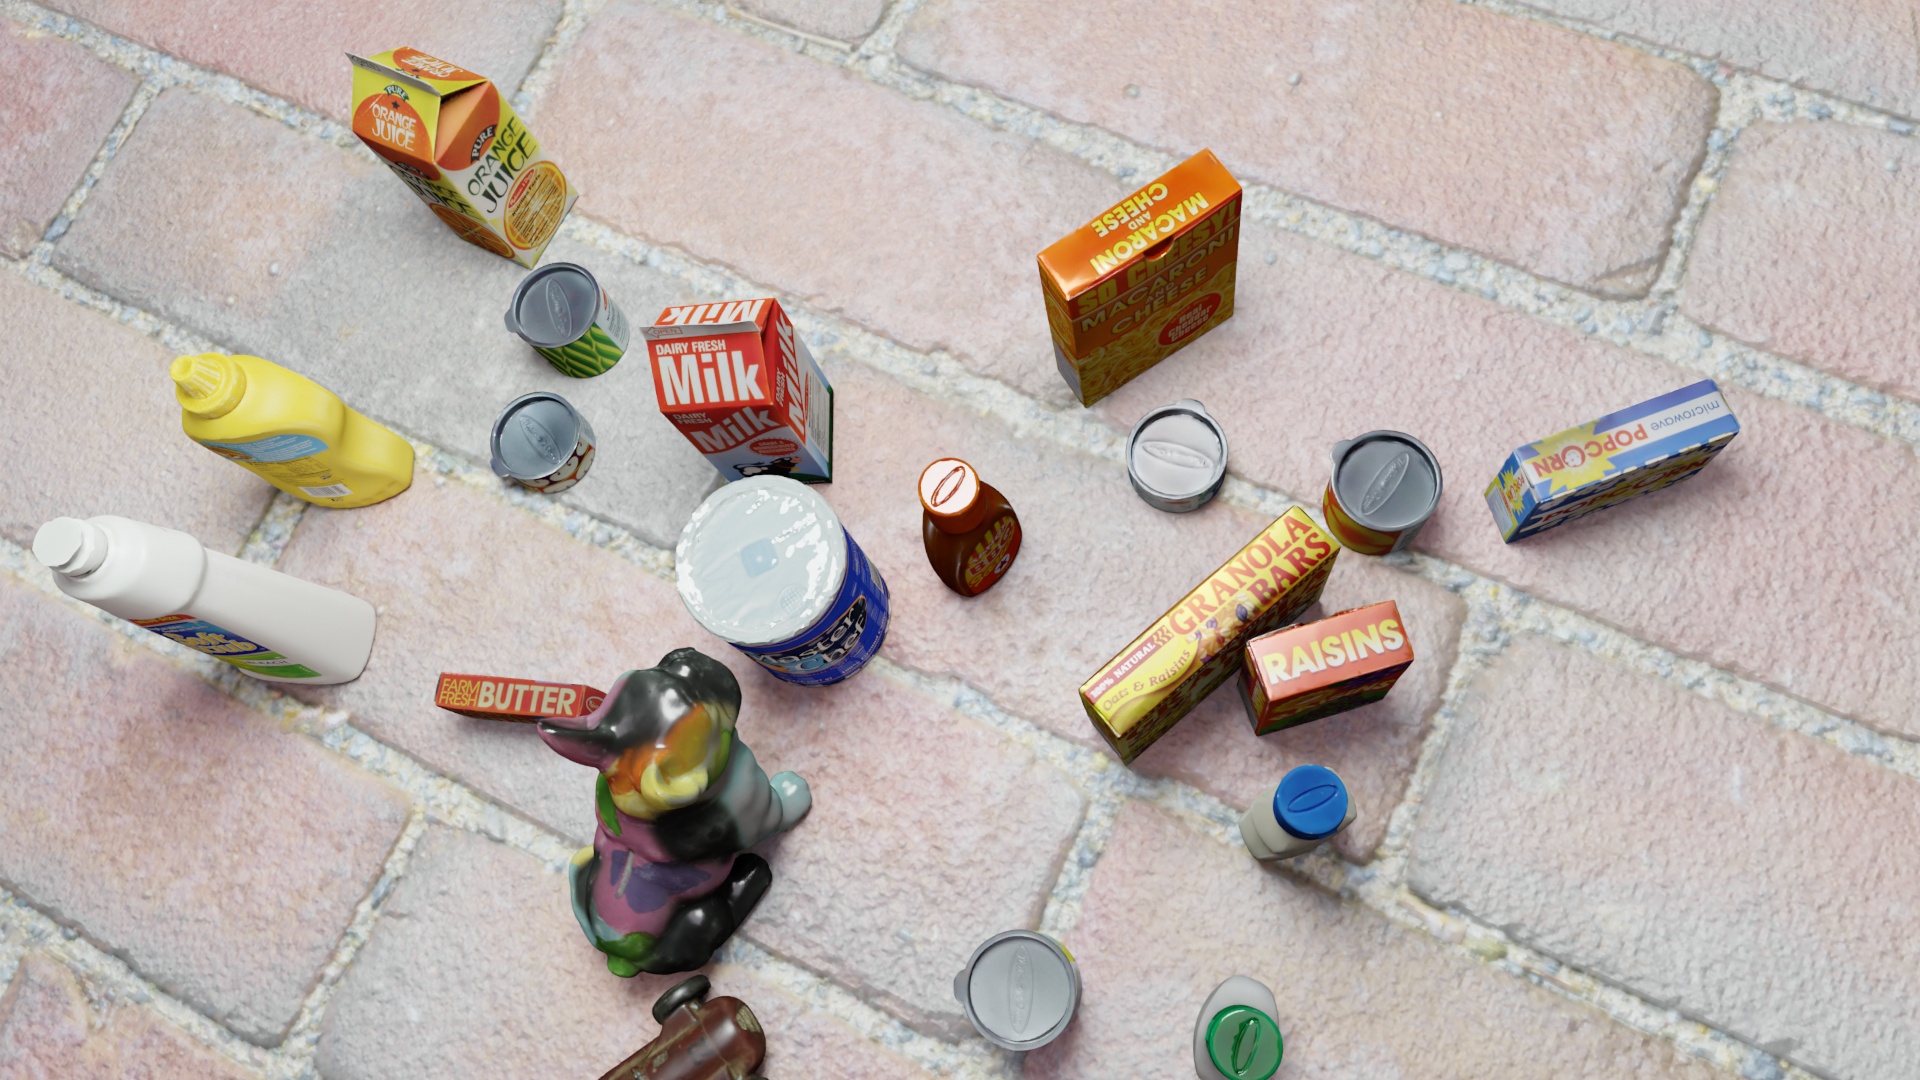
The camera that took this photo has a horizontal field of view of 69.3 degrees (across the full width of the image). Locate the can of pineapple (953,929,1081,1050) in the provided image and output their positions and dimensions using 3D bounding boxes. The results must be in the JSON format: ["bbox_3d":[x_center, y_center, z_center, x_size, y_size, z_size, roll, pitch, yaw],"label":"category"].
[{"bbox_3d":[0.036,0.263,0.820,0.071,0.057,0.071,-2,73,8],"label":"can of pineapple"}]

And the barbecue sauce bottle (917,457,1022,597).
[{"bbox_3d":[0.003,-0.011,0.861,0.044,0.148,0.065,36,82,17],"label":"barbecue sauce bottle"}]

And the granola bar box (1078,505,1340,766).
[{"bbox_3d":[0.147,0.060,0.831,0.166,0.124,0.039,-40,72,-4],"label":"granola bar box"}]

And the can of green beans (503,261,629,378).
[{"bbox_3d":[-0.279,-0.157,0.996,0.071,0.057,0.071,-2,73,8],"label":"can of green beans"}]

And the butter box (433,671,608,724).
[{"bbox_3d":[-0.287,0.107,0.919,0.103,0.053,0.024,4,74,10],"label":"butter box"}]

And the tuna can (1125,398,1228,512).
[{"bbox_3d":[0.143,-0.056,0.915,0.071,0.032,0.071,-2,73,8],"label":"tuna can"}]

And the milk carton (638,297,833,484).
[{"bbox_3d":[-0.138,-0.097,0.886,0.072,0.190,0.073,-3,73,8],"label":"milk carton"}]

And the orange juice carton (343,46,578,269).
[{"bbox_3d":[-0.350,-0.274,0.971,0.072,0.192,0.073,25,79,15],"label":"orange juice carton"}]

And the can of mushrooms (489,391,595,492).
[{"bbox_3d":[-0.297,-0.068,0.984,0.071,0.033,0.071,-2,73,8],"label":"can of mushrooms"}]

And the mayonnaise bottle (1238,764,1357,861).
[{"bbox_3d":[0.192,0.153,0.783,0.065,0.147,0.041,-24,72,1],"label":"mayonnaise bottle"}]

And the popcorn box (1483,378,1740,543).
[{"bbox_3d":[0.394,-0.047,0.847,0.127,0.085,0.038,-20,72,2],"label":"popcorn box"}]

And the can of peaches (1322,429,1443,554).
[{"bbox_3d":[0.263,-0.031,0.876,0.071,0.058,0.071,-2,73,8],"label":"can of peaches"}]

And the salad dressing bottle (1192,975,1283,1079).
[{"bbox_3d":[0.151,0.270,0.753,0.044,0.147,0.064,19,77,14],"label":"salad dressing bottle"}]

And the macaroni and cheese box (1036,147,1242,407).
[{"bbox_3d":[0.116,-0.160,0.880,0.124,0.166,0.040,-33,72,-2],"label":"macaroni and cheese box"}]

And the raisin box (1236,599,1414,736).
[{"bbox_3d":[0.211,0.076,0.816,0.086,0.123,0.040,-16,72,4],"label":"raisin box"}]
